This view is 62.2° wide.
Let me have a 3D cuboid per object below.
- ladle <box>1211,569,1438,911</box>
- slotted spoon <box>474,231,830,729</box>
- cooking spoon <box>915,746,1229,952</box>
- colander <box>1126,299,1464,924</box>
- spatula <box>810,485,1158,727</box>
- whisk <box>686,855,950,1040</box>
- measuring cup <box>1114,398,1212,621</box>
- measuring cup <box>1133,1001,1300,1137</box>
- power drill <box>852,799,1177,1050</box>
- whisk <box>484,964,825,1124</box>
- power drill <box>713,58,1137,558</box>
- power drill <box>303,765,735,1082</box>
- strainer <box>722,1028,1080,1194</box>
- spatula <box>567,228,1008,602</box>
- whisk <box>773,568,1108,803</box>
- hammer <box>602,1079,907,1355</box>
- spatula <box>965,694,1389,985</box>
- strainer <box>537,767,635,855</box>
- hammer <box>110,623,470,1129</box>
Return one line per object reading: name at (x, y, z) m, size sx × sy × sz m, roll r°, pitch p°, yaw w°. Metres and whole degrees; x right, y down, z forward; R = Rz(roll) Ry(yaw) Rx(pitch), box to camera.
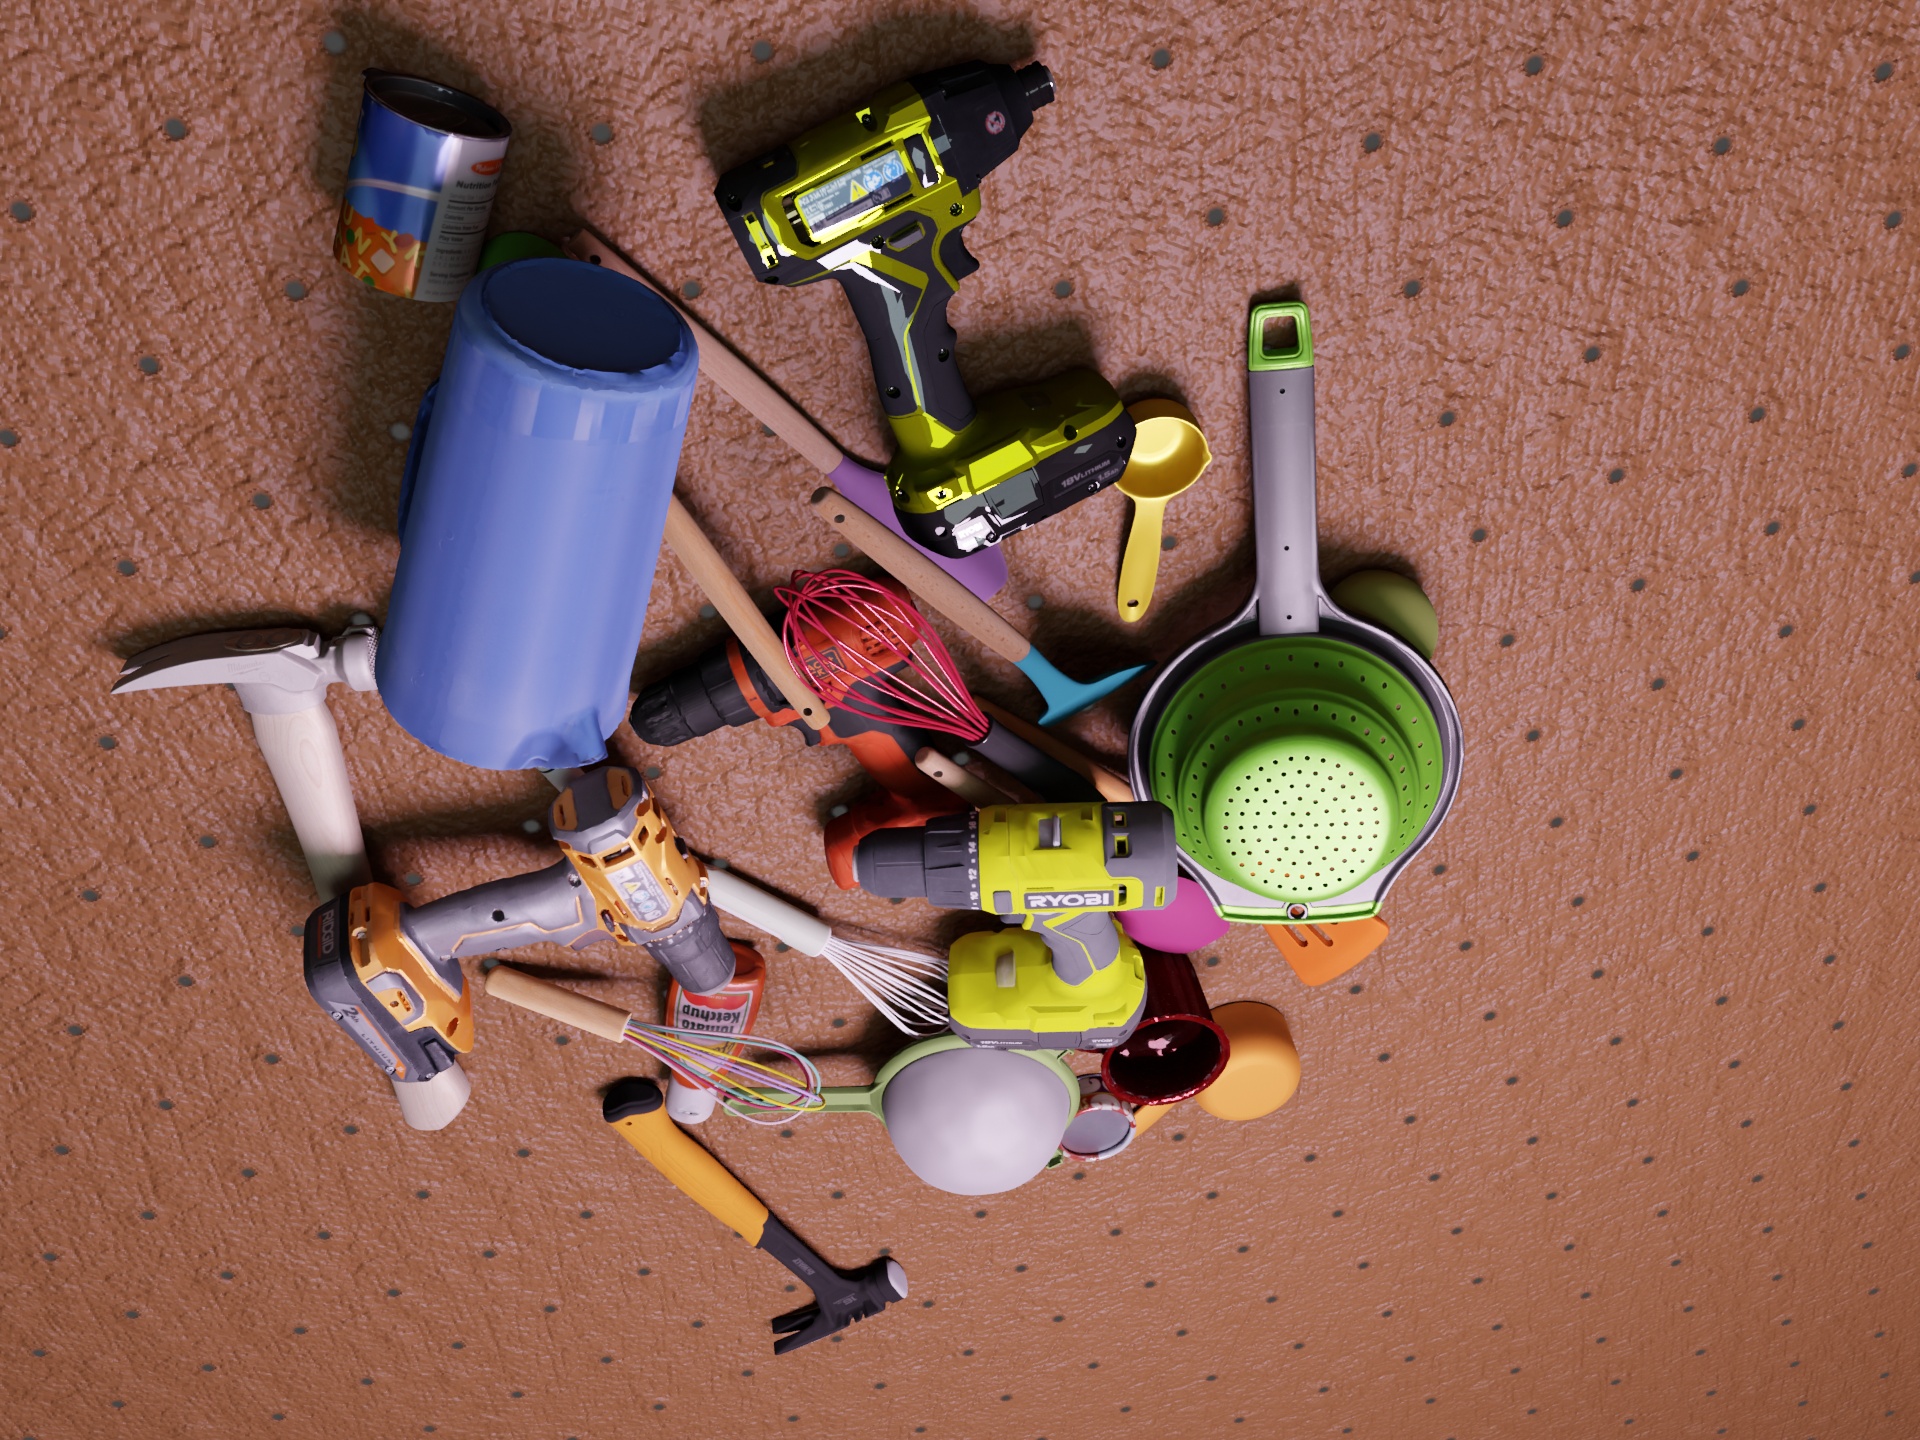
ladle at (0.216, 0.035, 1.060) m, size 0.078 × 0.062 × 0.320 m, roll 12°, pitch 130°, yaw -17°
slotted spoon at (-0.158, -0.116, 0.853) m, size 0.070 × 0.031 × 0.313 m, roll -25°, pitch 116°, yaw 19°
cooking spoon at (0.078, 0.091, 1.038) m, size 0.068 × 0.017 × 0.318 m, roll -34°, pitch 134°, yaw 24°
colander at (0.191, -0.034, 0.915) m, size 0.204 × 0.094 × 0.396 m, roll -3°, pitch 113°, yaw 10°
spatula at (0.014, -0.057, 0.884) m, size 0.082 × 0.044 × 0.317 m, roll -31°, pitch 144°, yaw 20°
whisk at (-0.090, 0.154, 1.086) m, size 0.246 × 0.058 × 0.059 m, roll 31°, pitch 85°, yaw -22°
measuring cup at (0.107, -0.122, 0.936) m, size 0.062 × 0.029 × 0.156 m, roll -2°, pitch 138°, yaw -5°
measuring cup at (0.186, 0.291, 1.224) m, size 0.095 × 0.052 × 0.173 m, roll 34°, pitch 112°, yaw -28°
power drill at (0.037, 0.128, 1.011) m, size 0.190 × 0.080 × 0.228 m, roll -2°, pitch 145°, yaw 4°
whisk at (-0.205, 0.214, 1.068) m, size 0.245 × 0.047 × 0.051 m, roll 20°, pitch 125°, yaw 4°
power drill at (-0.001, -0.211, 0.816) m, size 0.171 × 0.080 × 0.223 m, roll -26°, pitch 123°, yaw 2°
power drill at (-0.262, 0.141, 0.992) m, size 0.226 × 0.084 × 0.185 m, roll -25°, pitch 131°, yaw -1°
strainer at (-0.042, 0.289, 1.124) m, size 0.256 × 0.069 × 0.151 m, roll 0°, pitch 131°, yaw -1°
spatula at (-0.086, -0.159, 0.875) m, size 0.060 × 0.018 × 0.315 m, roll -41°, pitch 123°, yaw 17°
whisk at (-0.001, -0.003, 0.921) m, size 0.073 × 0.073 × 0.295 m, roll -39°, pitch 133°, yaw 18°
hammer at (-0.176, 0.390, 1.250) m, size 0.127 × 0.034 × 0.336 m, roll -28°, pitch 125°, yaw 10°
spatula at (0.137, 0.073, 1.041) m, size 0.322 × 0.041 × 0.081 m, roll 31°, pitch 129°, yaw -17°
strainer at (-0.256, 0.016, 0.962) m, size 0.087 × 0.050 × 0.258 m, roll -22°, pitch 132°, yaw 14°
hammer at (-0.398, 0.119, 1.015) m, size 0.146 × 0.038 × 0.410 m, roll -5°, pitch 127°, yaw -4°
